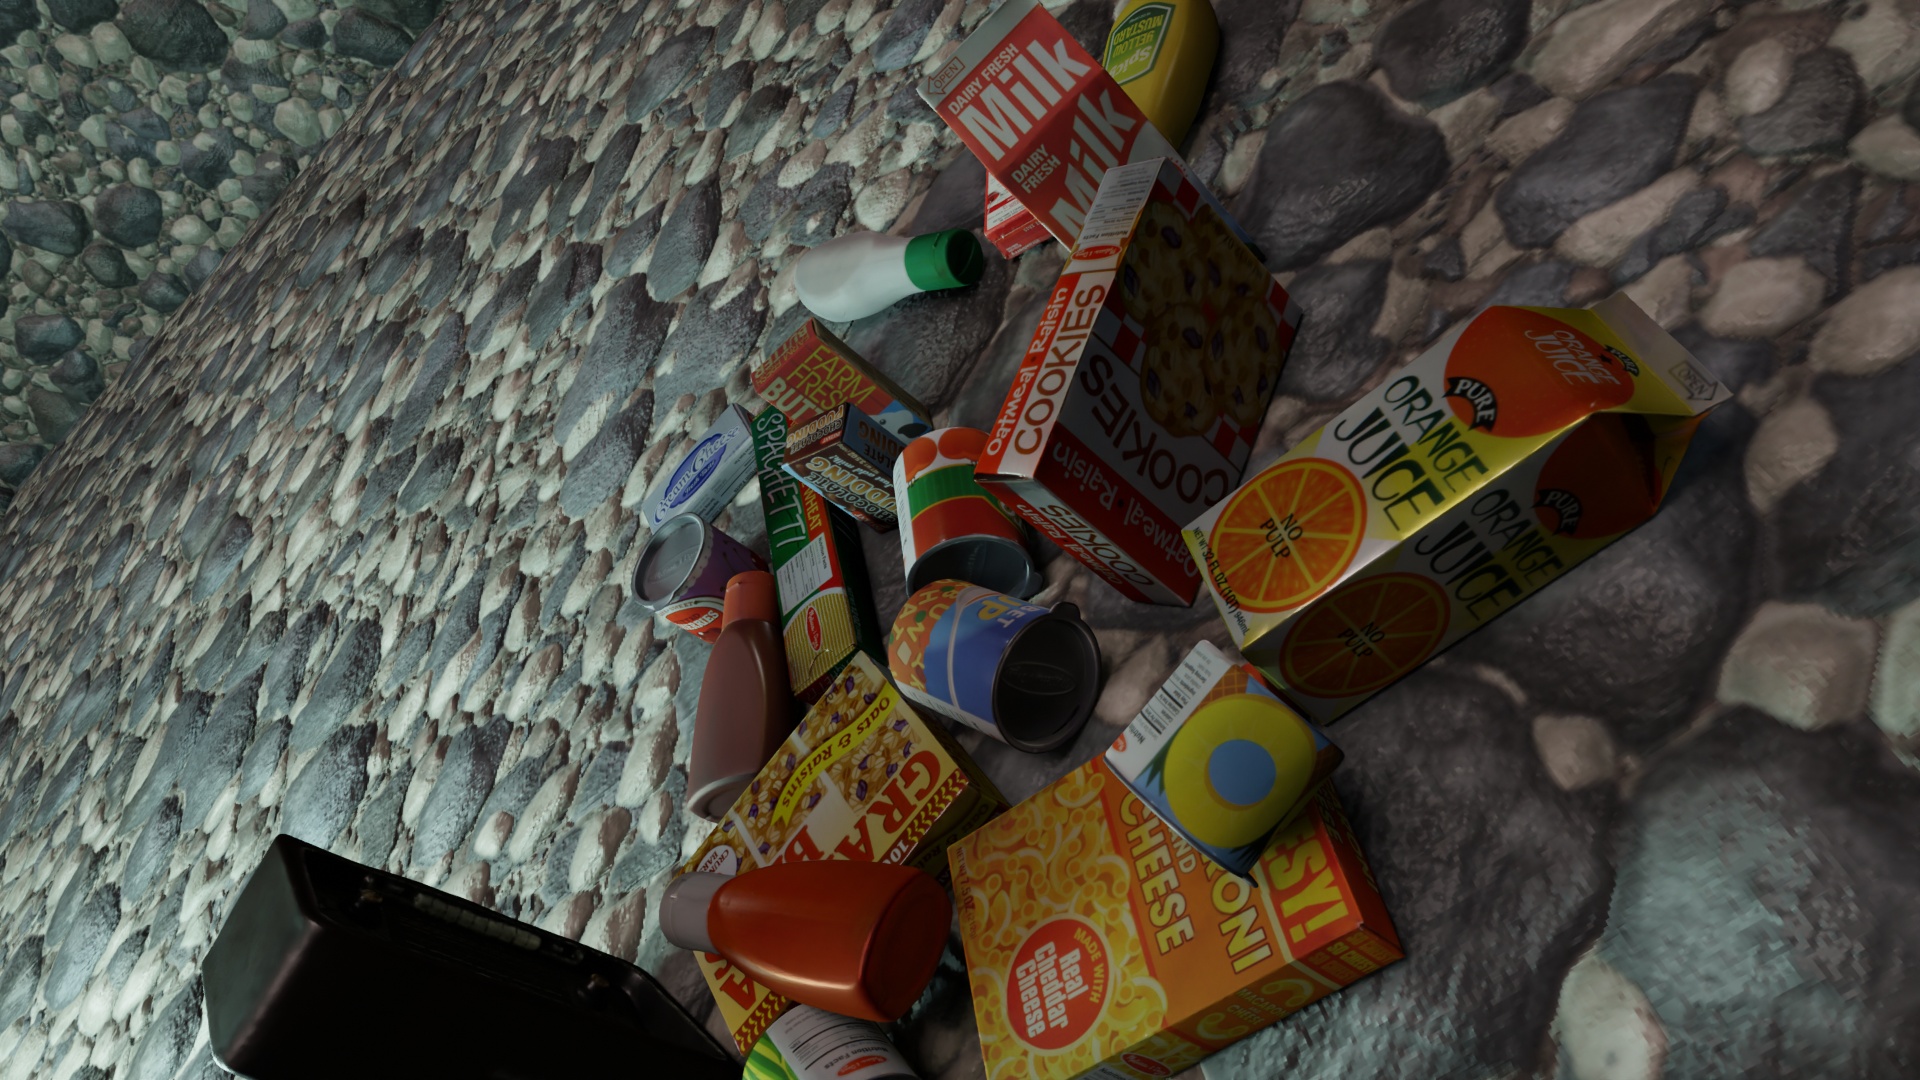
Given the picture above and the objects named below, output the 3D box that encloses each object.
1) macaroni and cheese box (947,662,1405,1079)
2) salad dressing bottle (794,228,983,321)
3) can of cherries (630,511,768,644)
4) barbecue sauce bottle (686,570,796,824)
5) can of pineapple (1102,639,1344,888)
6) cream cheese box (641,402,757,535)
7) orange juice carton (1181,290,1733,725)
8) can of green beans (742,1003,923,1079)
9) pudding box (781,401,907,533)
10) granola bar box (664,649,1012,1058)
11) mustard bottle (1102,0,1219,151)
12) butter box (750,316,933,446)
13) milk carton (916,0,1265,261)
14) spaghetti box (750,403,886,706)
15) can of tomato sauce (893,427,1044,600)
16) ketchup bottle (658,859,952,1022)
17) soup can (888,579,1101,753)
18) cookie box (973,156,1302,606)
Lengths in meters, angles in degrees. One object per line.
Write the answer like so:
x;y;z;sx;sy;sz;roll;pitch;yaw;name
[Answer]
0.077;0.142;0.556;0.166;0.040;0.124;-36;41;21;macaroni and cheese box
-0.049;-0.181;0.933;0.147;0.044;0.064;2;61;45;salad dressing bottle
-0.164;0.027;0.876;0.071;0.058;0.072;-25;46;29;can of cherries
-0.122;0.085;0.800;0.064;0.043;0.149;-29;44;28;barbecue sauce bottle
0.096;0.079;0.500;0.058;0.071;0.071;-51;38;3;can of pineapple
-0.177;-0.043;0.970;0.103;0.024;0.053;-47;38;8;cream cheese box
0.190;-0.019;0.538;0.192;0.073;0.072;-37;40;18;orange juice carton
-0.052;0.239;0.592;0.071;0.071;0.058;-56;37;-3;can of green beans
-0.056;-0.041;0.797;0.049;0.083;0.030;-19;50;35;pudding box
-0.064;0.155;0.690;0.165;0.039;0.124;-51;39;3;granola bar box
0.111;-0.260;0.824;0.065;0.048;0.161;-11;54;43;mustard bottle
-0.070;-0.084;0.828;0.053;0.103;0.024;-41;39;16;butter box
0.064;-0.189;0.702;0.072;0.190;0.074;-43;39;13;milk carton
-0.091;-0.006;0.850;0.050;0.028;0.251;-37;41;19;spaghetti box
0.003;-0.009;0.729;0.071;0.071;0.083;-34;41;23;can of tomato sauce
-0.076;0.171;0.619;0.148;0.043;0.065;-5;41;41;ketchup bottle
0.016;0.055;0.662;0.084;0.071;0.071;16;74;50;soup can
0.086;-0.070;0.643;0.040;0.123;0.168;4;65;48;cookie box
